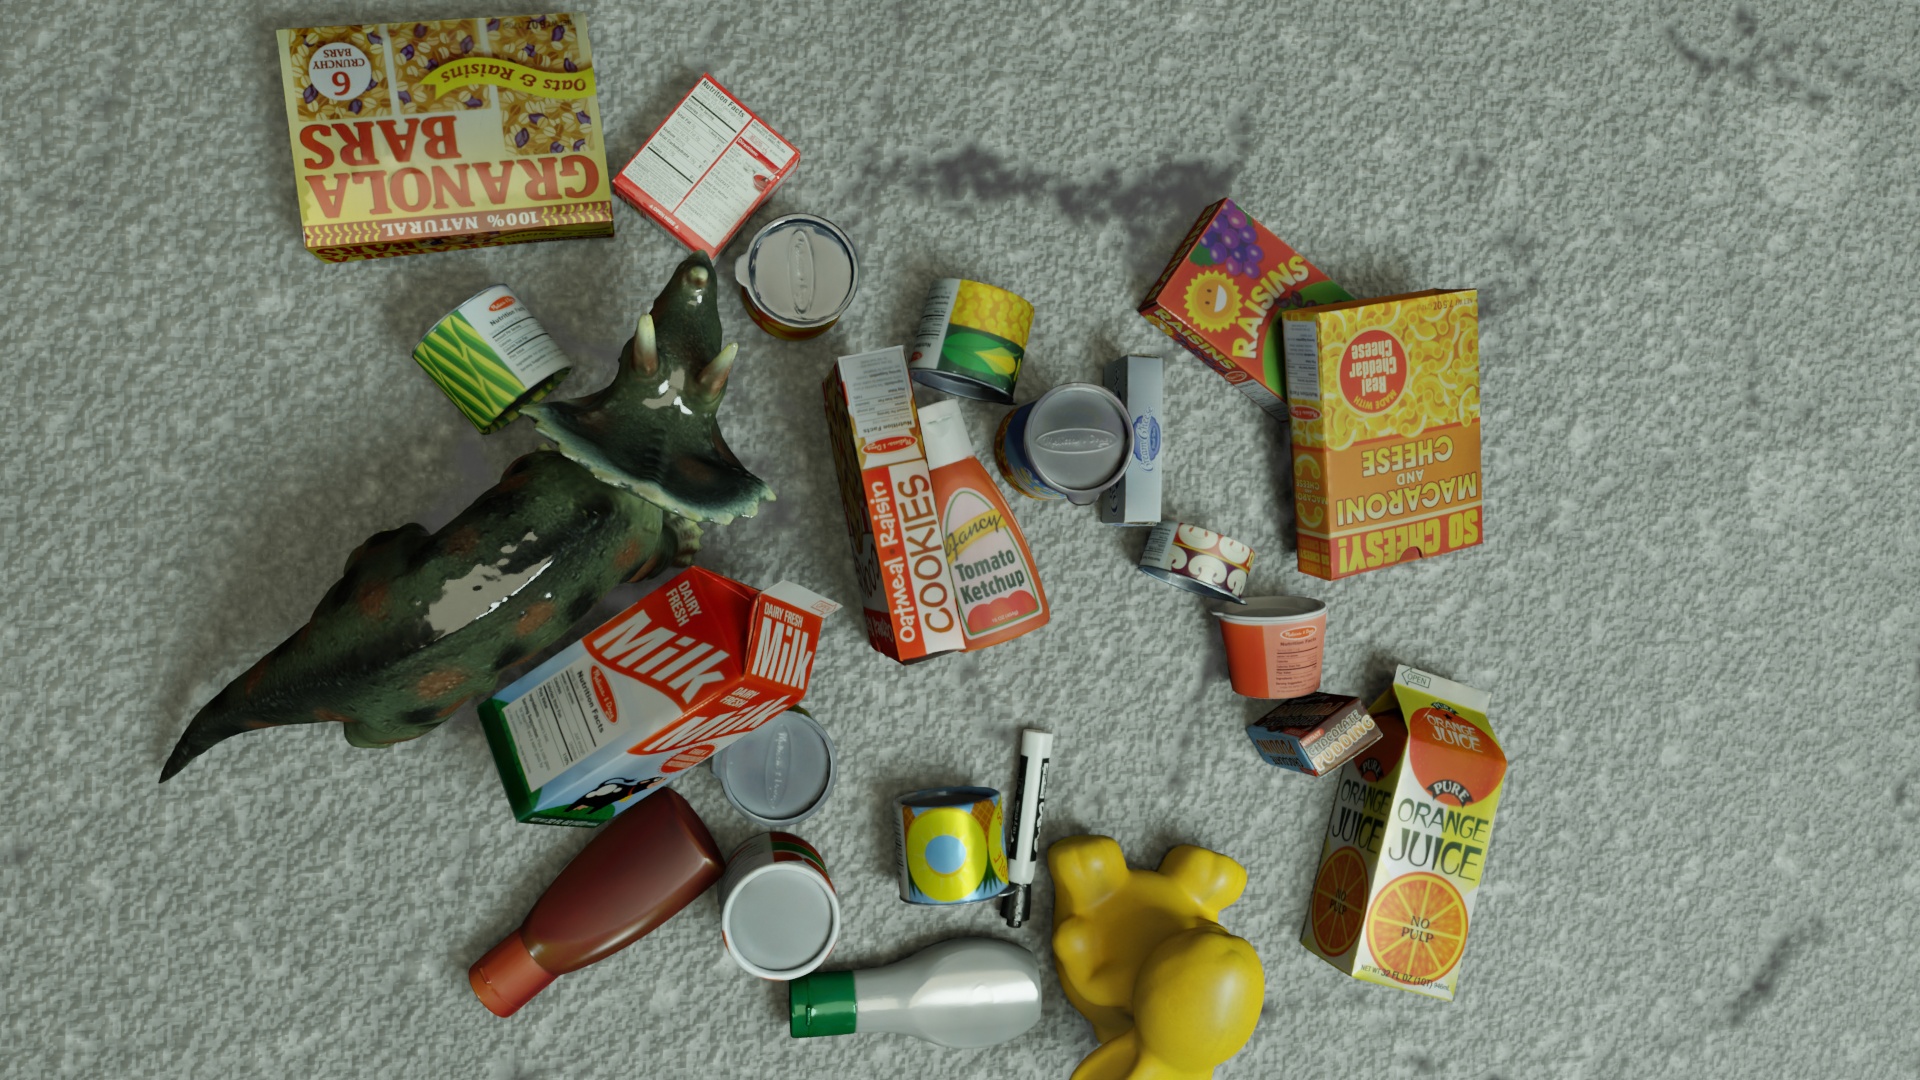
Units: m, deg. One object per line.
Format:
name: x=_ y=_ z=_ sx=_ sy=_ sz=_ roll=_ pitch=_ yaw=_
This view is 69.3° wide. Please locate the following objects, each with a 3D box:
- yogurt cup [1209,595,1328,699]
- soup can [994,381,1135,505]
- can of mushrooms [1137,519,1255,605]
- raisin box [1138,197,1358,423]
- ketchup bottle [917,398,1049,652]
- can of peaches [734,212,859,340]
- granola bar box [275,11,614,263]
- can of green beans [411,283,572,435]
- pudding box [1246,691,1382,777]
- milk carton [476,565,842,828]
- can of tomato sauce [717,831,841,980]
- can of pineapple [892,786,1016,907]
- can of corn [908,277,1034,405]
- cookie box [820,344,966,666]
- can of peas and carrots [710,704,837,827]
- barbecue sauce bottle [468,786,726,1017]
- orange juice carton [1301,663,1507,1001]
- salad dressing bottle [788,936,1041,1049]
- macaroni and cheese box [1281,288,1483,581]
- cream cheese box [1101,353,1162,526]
yogurt cup: x=0.196 y=0.067 z=0.870 sx=0.072 sy=0.072 sz=0.054 roll=-6 pitch=98 yaw=-11
soup can: x=0.060 y=-0.055 z=0.834 sx=0.071 sy=0.083 sz=0.071 roll=0 pitch=89 yaw=-11
can of mushrooms: x=0.148 y=0.014 z=0.859 sx=0.071 sy=0.071 sz=0.033 roll=21 pitch=84 yaw=-10
raisin box: x=0.188 y=-0.146 z=0.885 sx=0.123 sy=0.040 sz=0.086 roll=36 pitch=83 yaw=-10
ketchup bottle: x=0.003 y=-0.011 z=0.842 sx=0.065 sy=0.043 sz=0.148 roll=-19 pitch=92 yaw=-11
can of peaches: x=-0.098 y=-0.154 z=0.818 sx=0.071 sy=0.058 sz=0.071 roll=0 pitch=89 yaw=-11
granola bar box: x=-0.289 y=-0.229 z=0.791 sx=0.166 sy=0.039 sz=0.124 roll=-8 pitch=90 yaw=-12
can of green beans: x=-0.261 y=-0.101 z=0.779 sx=0.071 sy=0.071 sz=0.058 roll=-41 pitch=97 yaw=-9
pudding box: x=0.218 y=0.119 z=0.862 sx=0.050 sy=0.083 sz=0.030 roll=-32 pitch=92 yaw=-10
milk carton: x=-0.156 y=0.077 z=0.752 sx=0.190 sy=0.072 sz=0.073 roll=-33 pitch=67 yaw=11
can of tomato sauce: x=-0.103 y=0.208 z=0.794 sx=0.071 sy=0.083 sz=0.071 roll=0 pitch=89 yaw=-11
can of pineapple: x=-0.004 y=0.180 z=0.823 sx=0.071 sy=0.071 sz=0.058 roll=-5 pitch=90 yaw=-11
can of corn: x=0.009 y=-0.119 z=0.835 sx=0.071 sy=0.071 sz=0.058 roll=15 pitch=86 yaw=-11
cookie box: x=-0.042 y=-0.018 z=0.792 sx=0.040 sy=0.123 sz=0.167 roll=-11 pitch=91 yaw=-10
can of peas and carrots: x=-0.110 y=0.128 z=0.808 sx=0.071 sy=0.058 sz=0.071 roll=0 pitch=89 yaw=-10
barbecue sauce bottle: x=-0.209 y=0.209 z=0.789 sx=0.148 sy=0.043 sz=0.065 roll=-38 pitch=59 yaw=-4
orange juice carton: x=0.284 y=0.180 z=0.879 sx=0.072 sy=0.073 sz=0.192 roll=16 pitch=85 yaw=-11
salad dressing bottle: x=-0.028 y=0.272 z=0.829 sx=0.148 sy=0.044 sz=0.064 roll=-1 pitch=91 yaw=-10
macaroni and cheese box: x=0.267 y=-0.068 z=0.872 sx=0.124 sy=0.040 sz=0.166 roll=-12 pitch=103 yaw=-22
cream cheese box: x=0.106 y=-0.060 z=0.859 sx=0.024 sy=0.053 sz=0.103 roll=1 pitch=88 yaw=-9
